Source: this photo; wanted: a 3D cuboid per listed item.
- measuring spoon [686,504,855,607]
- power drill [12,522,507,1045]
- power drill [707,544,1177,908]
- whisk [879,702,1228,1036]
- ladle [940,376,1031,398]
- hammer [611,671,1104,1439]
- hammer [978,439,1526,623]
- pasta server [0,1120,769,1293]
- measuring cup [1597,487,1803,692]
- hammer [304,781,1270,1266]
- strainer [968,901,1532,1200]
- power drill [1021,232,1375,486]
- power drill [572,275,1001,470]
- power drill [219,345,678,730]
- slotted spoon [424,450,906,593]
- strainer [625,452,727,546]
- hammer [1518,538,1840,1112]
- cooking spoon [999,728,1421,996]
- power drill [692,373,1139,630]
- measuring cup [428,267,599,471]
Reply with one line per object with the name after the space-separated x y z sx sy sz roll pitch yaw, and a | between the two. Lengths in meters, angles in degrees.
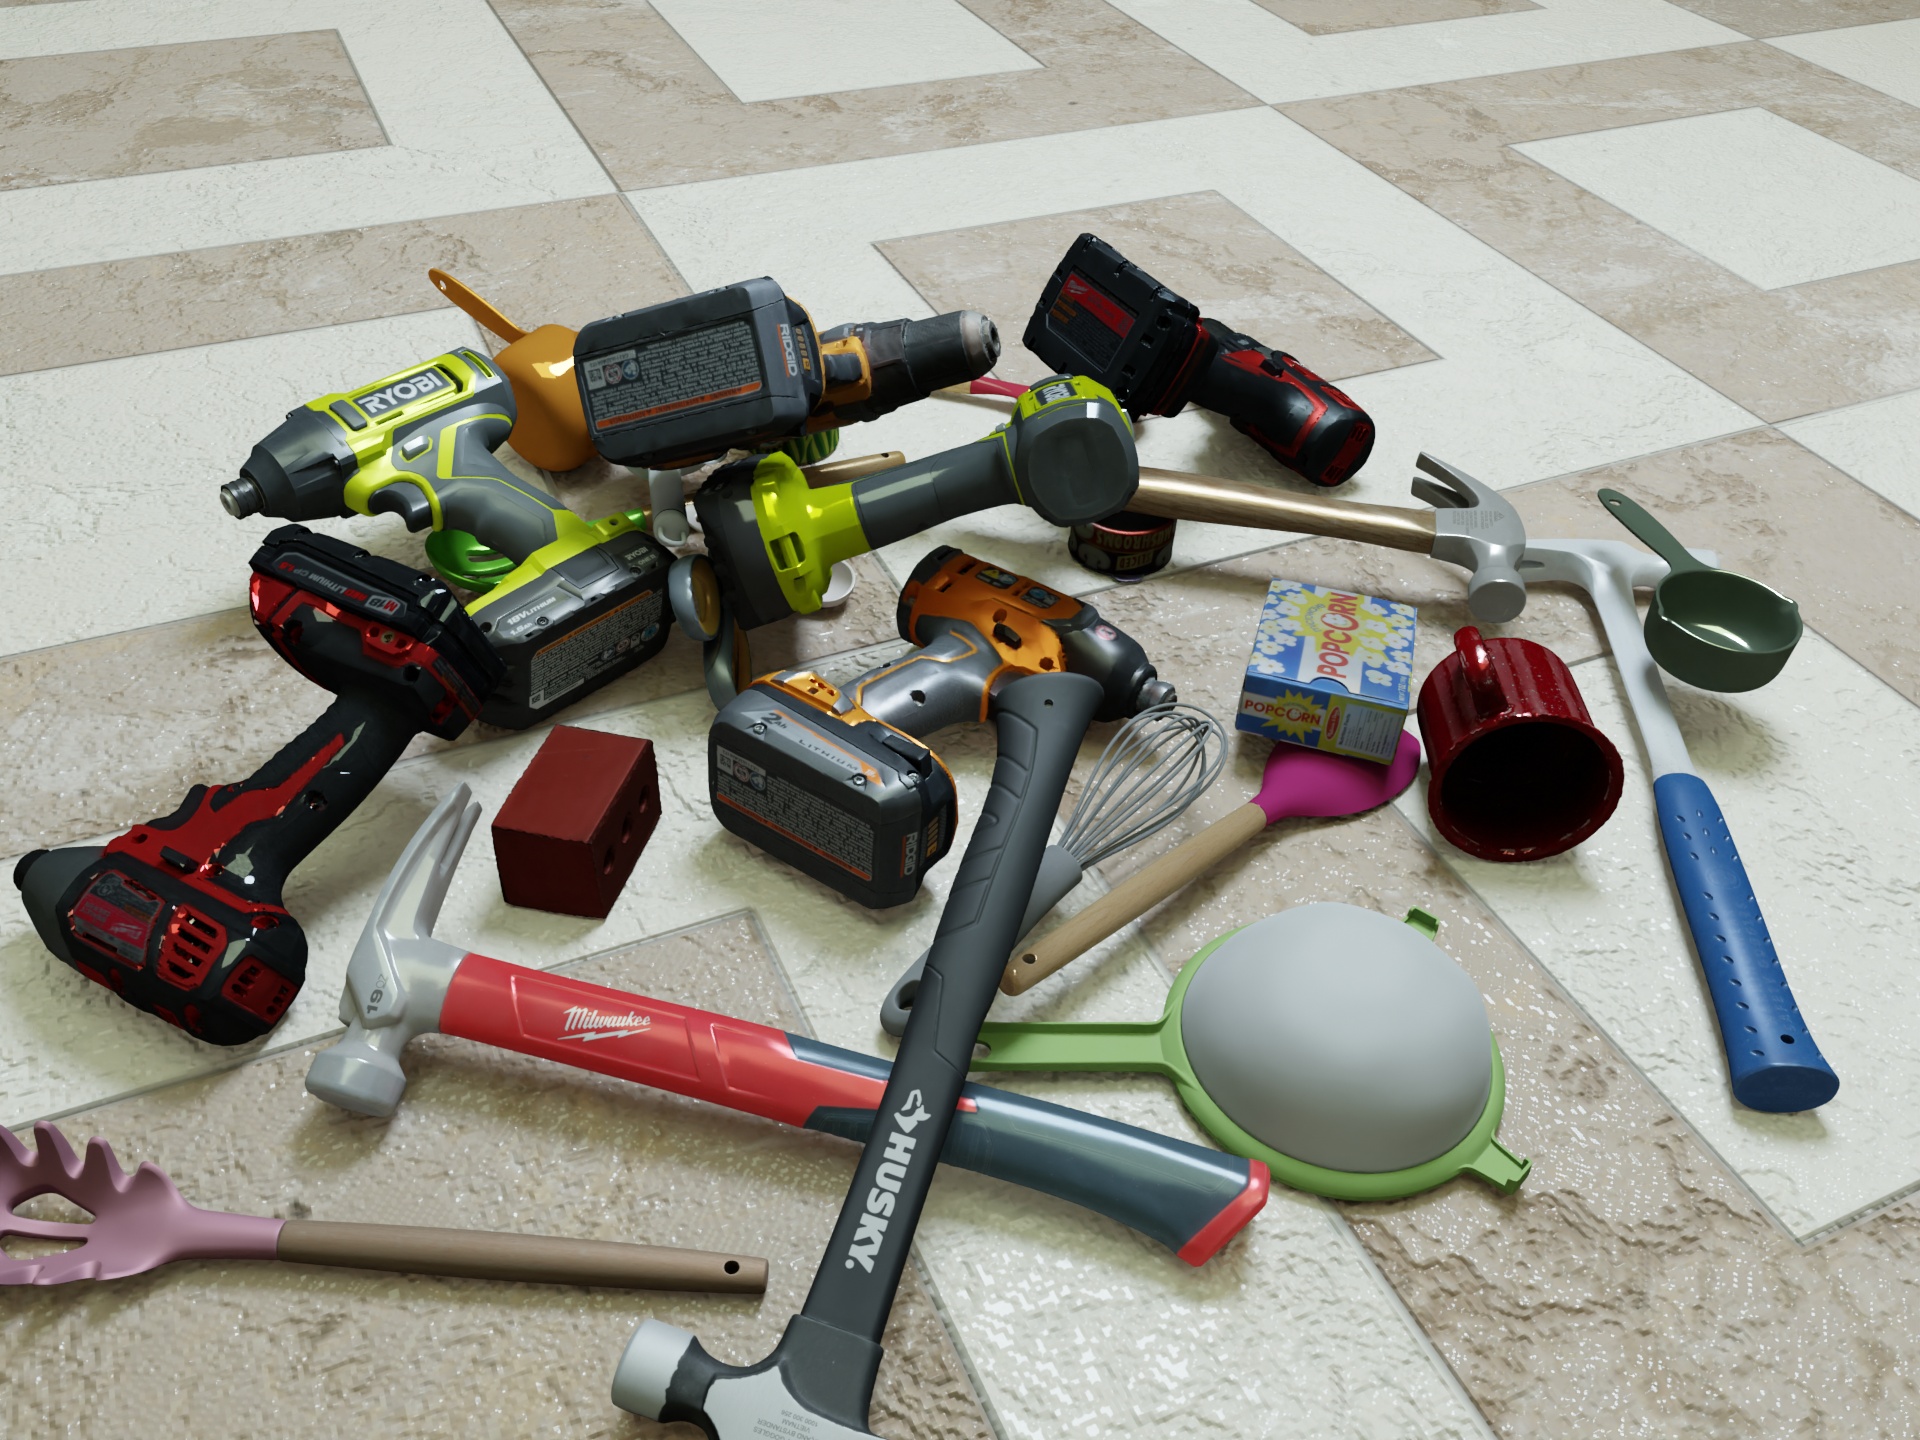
-0.117 -0.099 0.955 0.124 0.018 0.034 28 59 18 | measuring spoon
-0.322 0.026 0.725 0.143 0.078 0.220 20 66 19 | power drill
-0.001 -0.003 0.815 0.164 0.084 0.226 26 42 24 | power drill
0.046 0.067 0.755 0.055 0.055 0.239 32 56 29 | whisk
-0.016 -0.244 1.130 0.315 0.031 0.069 12 32 13 | ladle
-0.001 0.123 0.622 0.146 0.035 0.335 16 62 9 | hammer
0.168 -0.132 0.956 0.331 0.031 0.130 10 41 7 | hammer
-0.231 0.196 0.602 0.316 0.040 0.060 4 53 0 | pasta server
0.403 -0.075 0.901 0.083 0.038 0.168 -6 40 -11 | measuring cup
-0.064 0.134 0.658 0.386 0.038 0.143 13 64 7 | hammer
0.113 0.124 0.682 0.256 0.069 0.152 1 41 -5 | strainer
0.149 -0.239 1.044 0.226 0.080 0.188 11 29 -41 | power drill
-0.088 -0.196 0.891 0.185 0.084 0.226 -9 7 18 | power drill
-0.278 -0.104 0.877 0.223 0.080 0.171 41 53 19 | power drill
-0.173 -0.129 0.989 0.313 0.031 0.070 -18 50 -25 | slotted spoon
-0.176 -0.145 0.932 0.086 0.050 0.259 17 20 -20 | strainer
0.369 0.026 0.836 0.144 0.035 0.406 6 41 3 | hammer
0.130 0.057 0.781 0.069 0.017 0.319 34 43 31 | cooking spoon
-0.018 -0.132 0.874 0.228 0.080 0.191 -16 19 5 | power drill
-0.296 -0.230 1.027 0.173 0.095 0.052 39 54 7 | measuring cup
